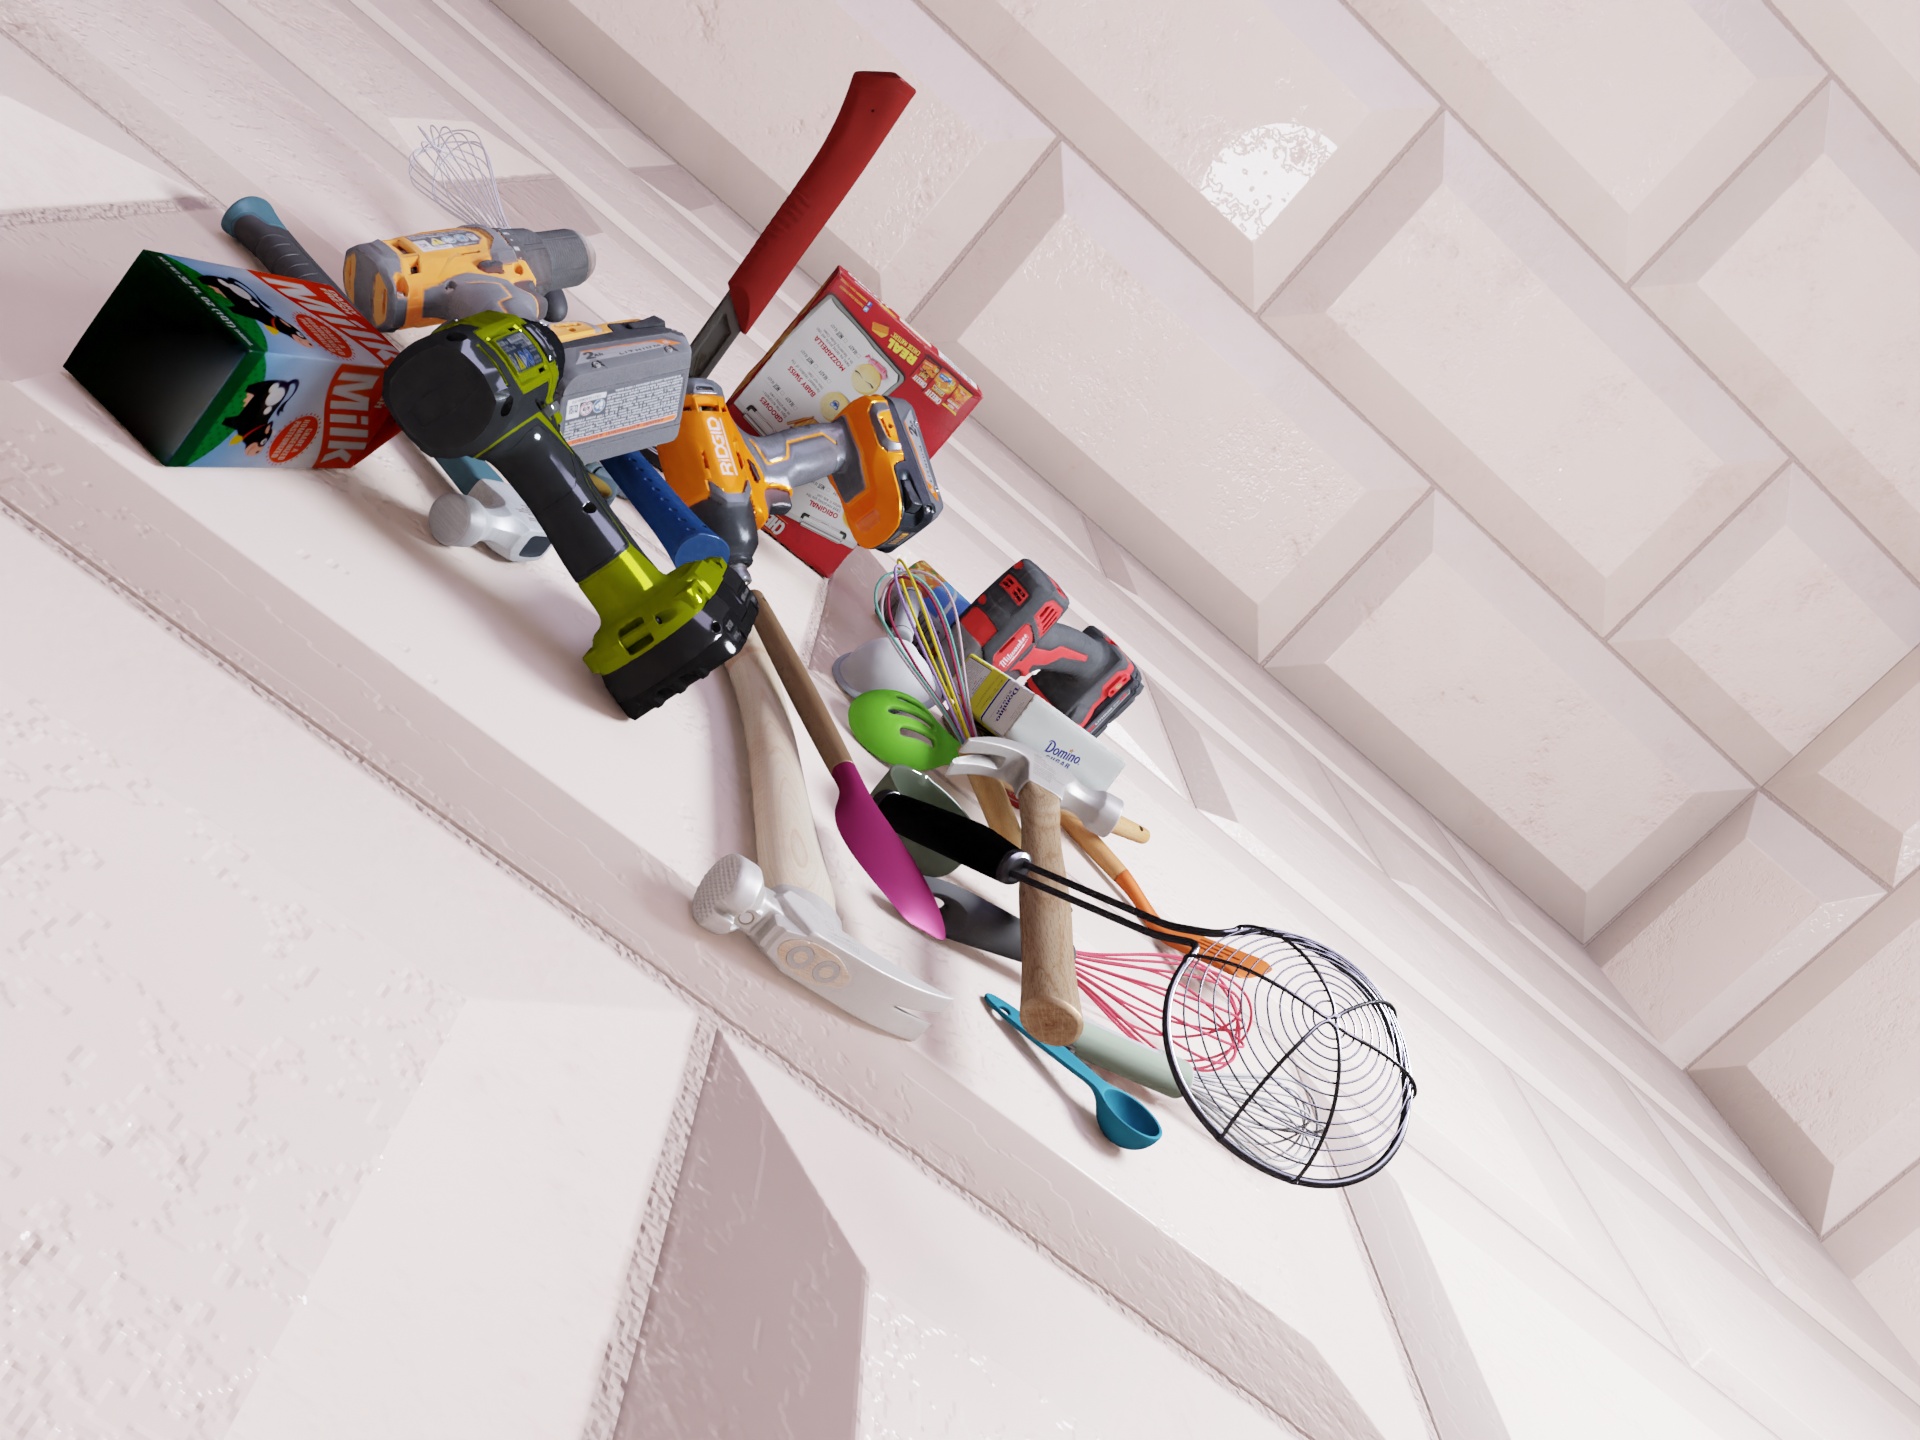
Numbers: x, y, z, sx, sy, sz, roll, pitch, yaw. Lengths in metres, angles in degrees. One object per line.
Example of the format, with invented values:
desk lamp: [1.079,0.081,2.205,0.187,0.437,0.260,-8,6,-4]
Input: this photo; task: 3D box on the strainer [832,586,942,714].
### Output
strainer: [-0.050,-0.066,1.276,0.087,0.050,0.259,16,23,-3]

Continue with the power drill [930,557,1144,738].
power drill: [0.062,-0.046,1.402,0.079,0.143,0.219,50,10,32]

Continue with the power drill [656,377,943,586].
power drill: [-0.127,-0.181,1.249,0.226,0.084,0.164,-7,74,-41]

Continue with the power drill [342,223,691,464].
power drill: [-0.280,-0.271,1.086,0.226,0.084,0.185,38,41,24]

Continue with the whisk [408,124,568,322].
whisk: [-0.386,-0.407,1.305,0.070,0.070,0.285,22,26,-54]

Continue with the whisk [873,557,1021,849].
whisk: [-0.002,-0.004,1.141,0.051,0.047,0.245,-18,82,-38]

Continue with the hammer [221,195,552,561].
hammer: [-0.357,-0.216,0.981,0.331,0.033,0.128,47,16,17]

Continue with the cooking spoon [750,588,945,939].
cooking spoon: [-0.078,0.013,0.944,0.068,0.017,0.319,35,15,-43]

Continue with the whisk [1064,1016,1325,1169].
whisk: [0.143,0.227,0.998,0.246,0.059,0.058,29,-19,-30]

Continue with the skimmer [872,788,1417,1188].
skimmer: [0.070,0.121,0.834,0.127,0.090,0.363,-22,27,-34]

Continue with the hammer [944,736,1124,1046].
hammer: [0.049,0.094,0.979,0.130,0.031,0.331,30,20,-10]

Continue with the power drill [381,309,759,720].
power drill: [-0.213,-0.128,0.899,0.228,0.080,0.191,55,11,-16]

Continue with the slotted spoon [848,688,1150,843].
slotted spoon: [0.042,0.044,1.223,0.313,0.031,0.070,25,42,-38]

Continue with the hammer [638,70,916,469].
hammer: [-0.148,-0.350,1.258,0.149,0.359,0.037,32,18,-25]

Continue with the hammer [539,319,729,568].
hammer: [-0.282,-0.228,1.153,0.144,0.035,0.406,24,19,-51]

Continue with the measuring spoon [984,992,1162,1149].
measuring spoon: [0.059,0.204,0.912,0.129,0.021,0.042,37,13,18]

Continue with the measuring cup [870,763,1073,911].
measuring cup: [0.005,0.092,1.041,0.167,0.038,0.083,38,15,-25]

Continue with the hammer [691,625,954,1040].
hammer: [-0.104,0.026,0.944,0.146,0.038,0.411,36,15,-28]

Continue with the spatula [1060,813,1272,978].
spatula: [0.121,0.103,1.302,0.323,0.041,0.081,47,19,22]

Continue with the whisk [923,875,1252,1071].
whisk: [0.079,0.158,1.003,0.295,0.073,0.073,27,20,-30]
